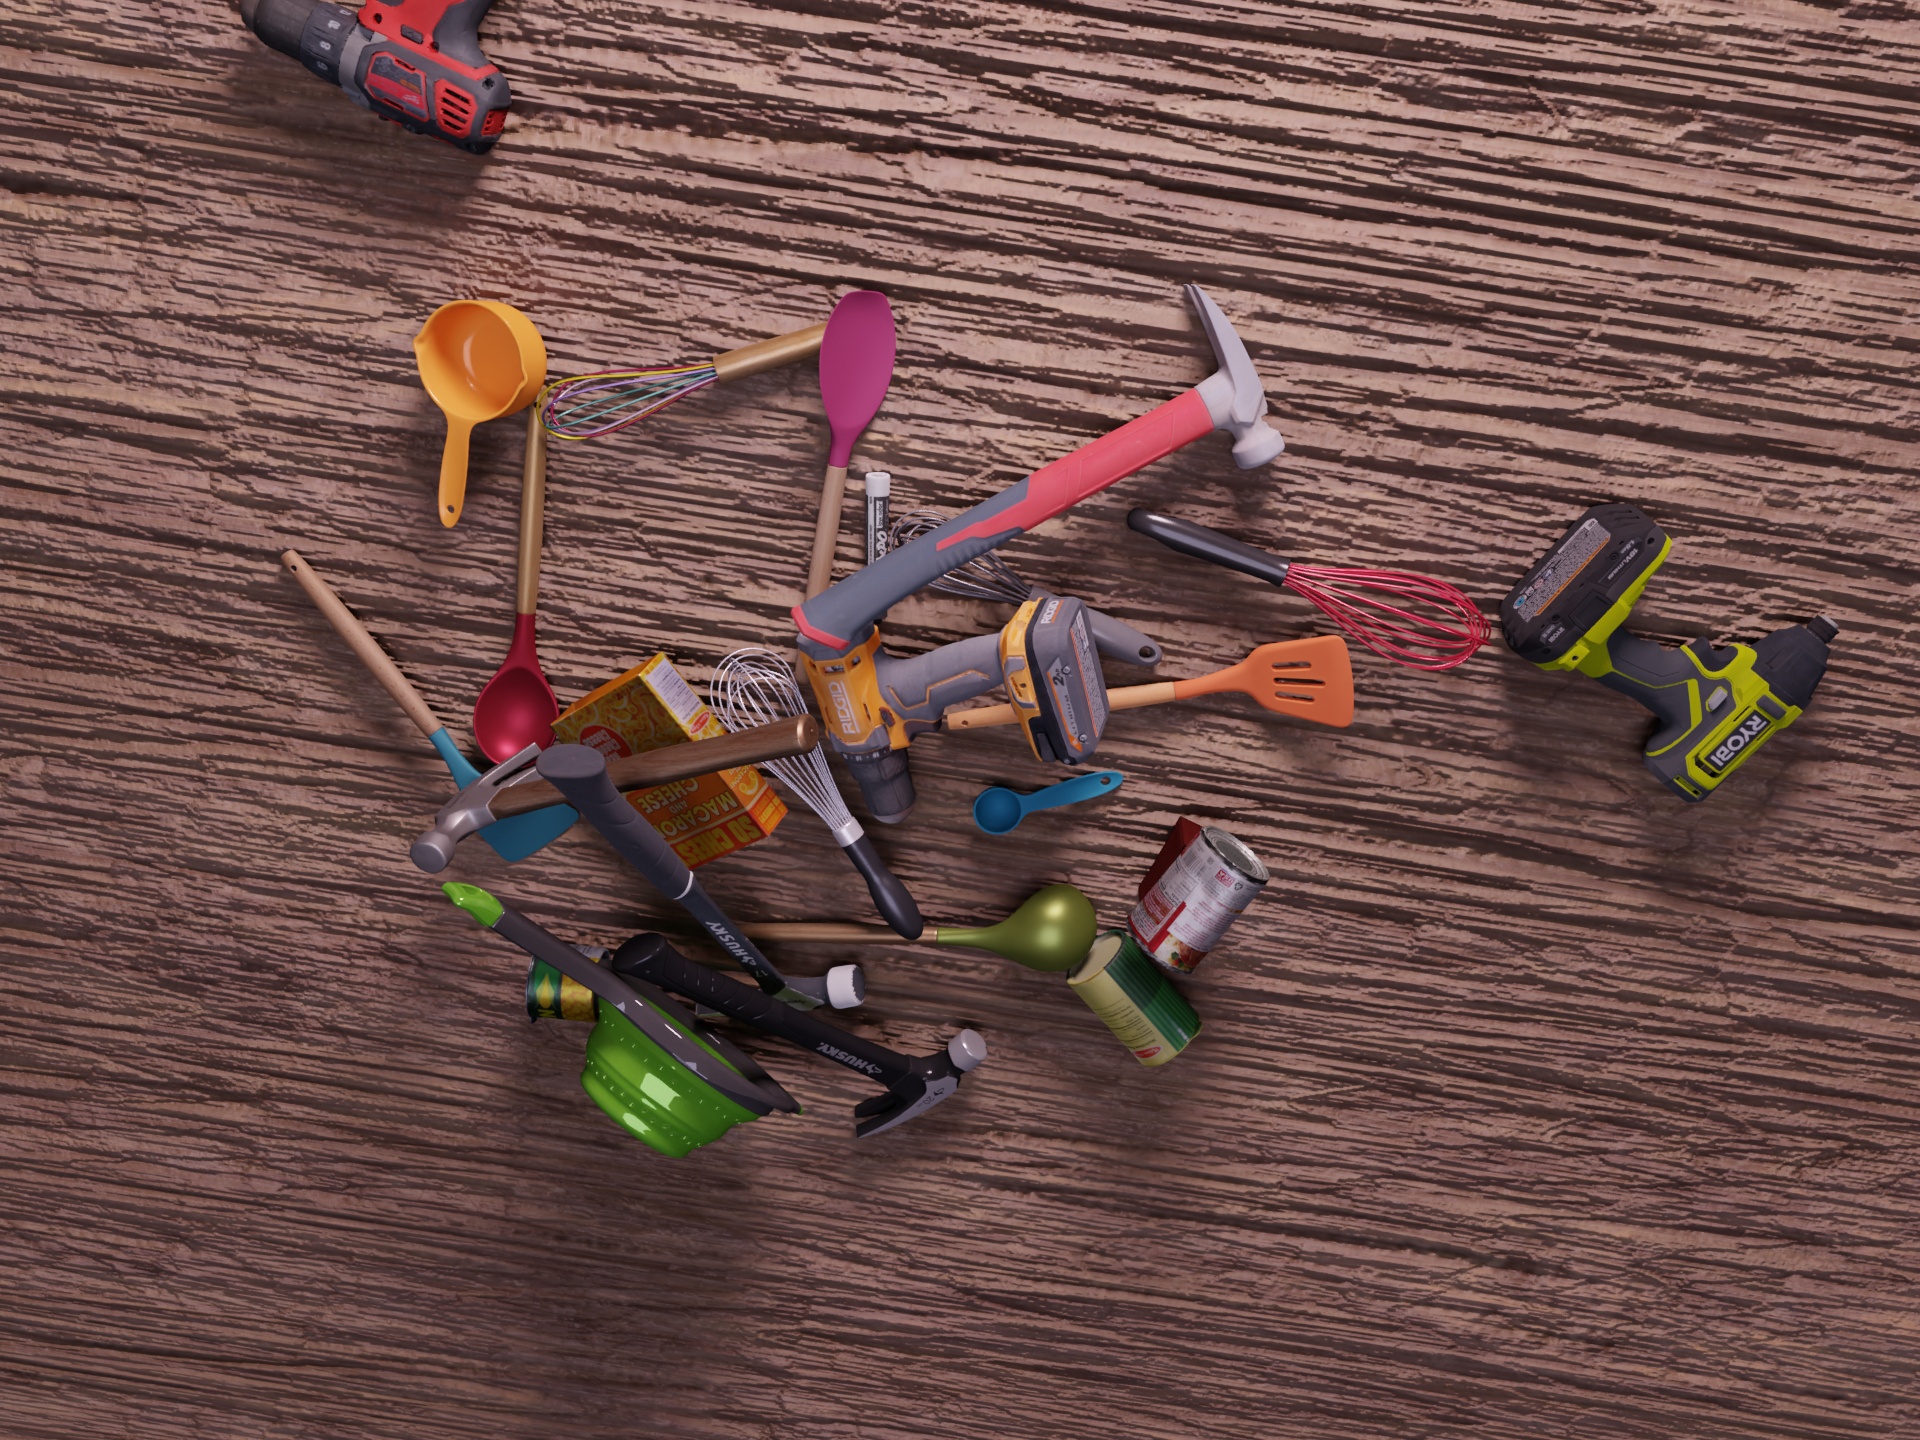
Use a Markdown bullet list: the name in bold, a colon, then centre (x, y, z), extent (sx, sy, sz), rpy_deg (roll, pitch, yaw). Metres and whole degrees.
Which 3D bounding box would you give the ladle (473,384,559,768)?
- **ladle**: centre (-0.348, -0.111, 1.273), extent (0.069, 0.031, 0.315), rpy_deg (6, 110, -11)

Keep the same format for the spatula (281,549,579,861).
- **spatula**: centre (-0.449, -0.013, 1.320), extent (0.082, 0.044, 0.317), rpy_deg (-34, 101, 16)

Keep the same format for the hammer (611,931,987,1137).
- **hammer**: centre (-0.146, 0.260, 1.342), extent (0.334, 0.035, 0.146), rpy_deg (31, 120, -30)

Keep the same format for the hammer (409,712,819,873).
- **hammer**: centre (-0.259, 0.041, 1.221), extent (0.331, 0.130, 0.031), rpy_deg (-13, 117, 20)

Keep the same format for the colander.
- **colander**: centre (-0.286, 0.252, 1.265), extent (0.094, 0.205, 0.396), rpy_deg (-52, 134, -9)

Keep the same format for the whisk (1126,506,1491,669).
- **whisk**: centre (0.268, -0.107, 1.225), extent (0.296, 0.073, 0.073), rpy_deg (20, 111, 1)

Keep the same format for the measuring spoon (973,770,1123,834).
- **measuring spoon**: centre (0.072, 0.061, 1.326), extent (0.128, 0.021, 0.042), rpy_deg (-15, 109, -1)

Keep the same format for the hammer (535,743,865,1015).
- **hammer**: centre (-0.216, 0.139, 1.254), extent (0.149, 0.036, 0.408), rpy_deg (-11, 143, 15)

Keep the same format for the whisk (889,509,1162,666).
- **whisk**: centre (0.054, -0.099, 1.248), extent (0.239, 0.055, 0.055), rpy_deg (25, 111, -11)

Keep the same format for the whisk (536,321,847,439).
- **whisk**: centre (-0.205, -0.260, 1.199), extent (0.245, 0.051, 0.047), rpy_deg (-16, 104, 6)

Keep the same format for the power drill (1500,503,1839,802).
- **power drill**: centre (0.545, -0.059, 1.220), extent (0.223, 0.080, 0.171), rpy_deg (34, 110, -14)

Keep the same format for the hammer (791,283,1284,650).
- **hammer**: centre (0.042, -0.174, 1.180), extent (0.386, 0.038, 0.143), rpy_deg (-28, 107, 0)

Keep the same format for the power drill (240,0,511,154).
- **power drill**: centre (-0.378, -0.528, 1.087), extent (0.188, 0.080, 0.226), rpy_deg (24, 114, -6)

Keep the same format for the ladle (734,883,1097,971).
- **ladle**: centre (-0.043, 0.178, 1.368), extent (0.320, 0.062, 0.078), rpy_deg (0, 113, 11)

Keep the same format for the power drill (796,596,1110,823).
- **power drill**: centre (-0.002, -0.004, 1.248), extent (0.226, 0.084, 0.185), rpy_deg (-4, 120, 21)

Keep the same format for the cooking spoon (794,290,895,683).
- **cooking spoon**: centre (-0.100, -0.174, 1.232), extent (0.068, 0.017, 0.318), rpy_deg (-9, 121, -39)

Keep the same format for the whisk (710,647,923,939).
- **whisk**: centre (-0.109, 0.064, 1.300), extent (0.070, 0.070, 0.284), rpy_deg (-30, 103, 14)

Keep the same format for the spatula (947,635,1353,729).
- **spatula**: centre (0.148, -0.017, 1.274), extent (0.322, 0.041, 0.081), rpy_deg (-8, 117, 7)

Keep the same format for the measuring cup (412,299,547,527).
- **measuring cup**: centre (-0.365, -0.232, 1.206), extent (0.095, 0.052, 0.173), rpy_deg (19, 112, 9)
